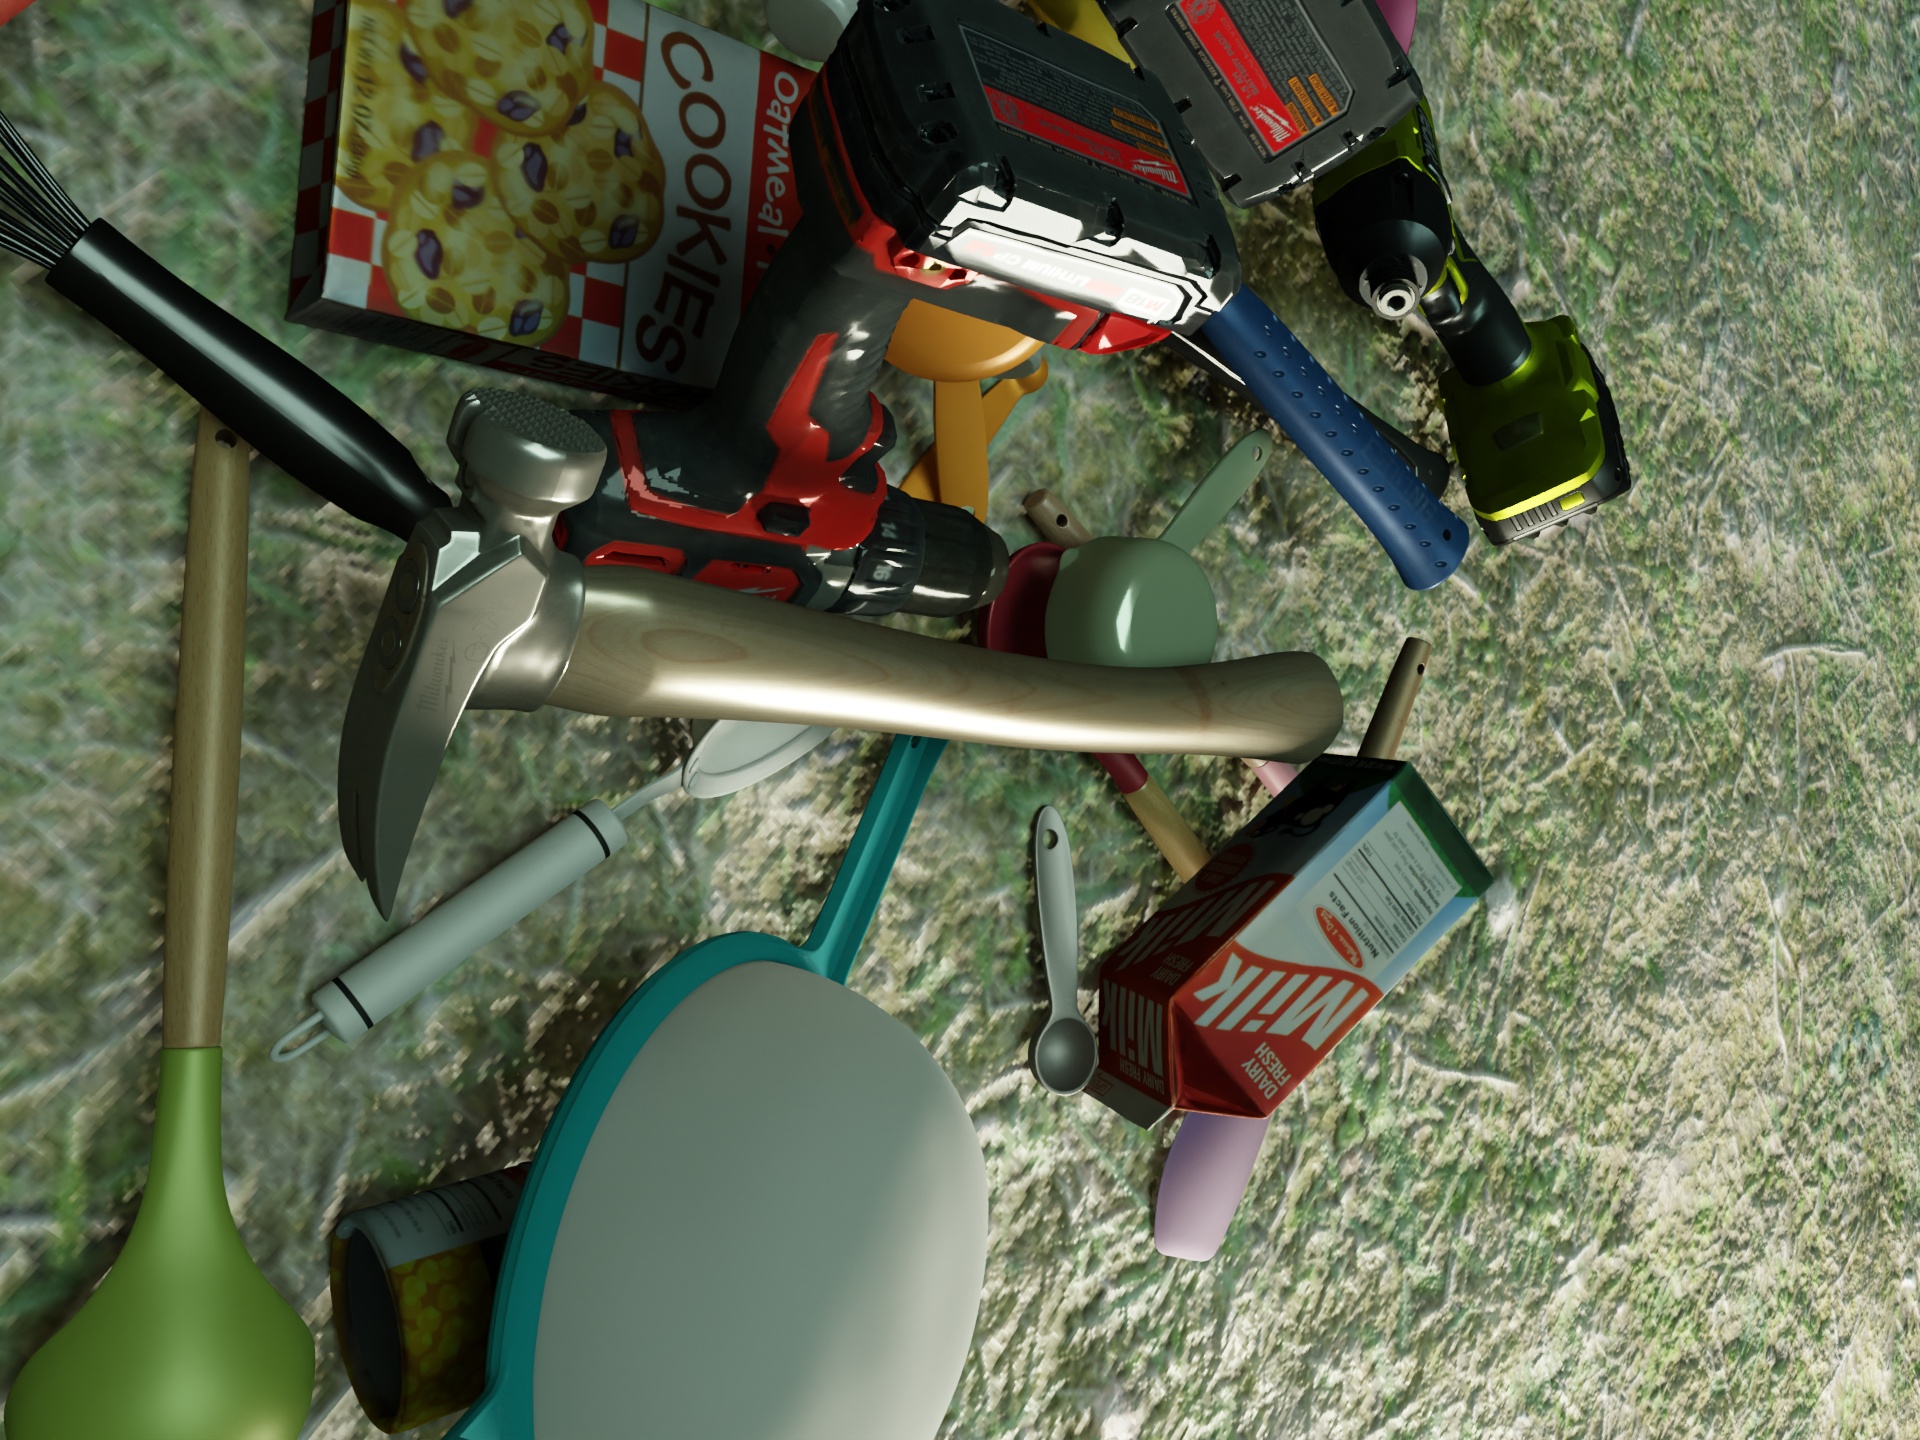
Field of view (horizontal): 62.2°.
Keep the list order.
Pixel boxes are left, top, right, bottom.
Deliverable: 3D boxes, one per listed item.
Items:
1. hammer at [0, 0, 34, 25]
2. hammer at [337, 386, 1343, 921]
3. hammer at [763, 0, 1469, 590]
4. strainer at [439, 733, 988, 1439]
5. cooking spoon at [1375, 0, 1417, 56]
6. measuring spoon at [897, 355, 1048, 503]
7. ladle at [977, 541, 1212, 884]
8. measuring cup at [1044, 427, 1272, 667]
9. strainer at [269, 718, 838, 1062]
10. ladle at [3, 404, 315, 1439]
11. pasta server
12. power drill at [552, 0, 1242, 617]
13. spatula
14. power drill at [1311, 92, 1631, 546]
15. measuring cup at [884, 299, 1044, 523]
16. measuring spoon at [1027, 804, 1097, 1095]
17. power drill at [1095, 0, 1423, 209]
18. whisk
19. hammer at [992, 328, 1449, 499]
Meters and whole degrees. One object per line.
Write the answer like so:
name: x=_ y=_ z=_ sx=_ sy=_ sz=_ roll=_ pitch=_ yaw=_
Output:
hammer: x=-0.304 y=-0.084 z=0.330 sx=0.359 sy=0.037 sz=0.149 roll=-45 pitch=118 yaw=-16
hammer: x=-0.001 y=-0.002 z=0.548 sx=0.410 sy=0.038 sz=0.146 roll=5 pitch=118 yaw=-44
hammer: x=0.097 y=-0.193 z=0.658 sx=0.405 sy=0.035 sz=0.144 roll=39 pitch=62 yaw=-32
strainer: x=-0.028 y=0.127 z=0.542 sx=0.210 sy=0.095 sz=0.341 roll=65 pitch=38 yaw=-49
cooking spoon: x=0.119 y=-0.377 z=0.743 sx=0.318 sy=0.017 sz=0.069 roll=6 pitch=98 yaw=-41
measuring spoon: x=0.004 y=-0.115 z=0.654 sx=0.117 sy=0.011 sz=0.021 roll=-53 pitch=122 yaw=-27
ladle: x=0.093 y=0.044 z=0.724 sx=0.069 sy=0.031 sz=0.315 roll=-52 pitch=123 yaw=-24
measuring cup: x=0.100 y=-0.070 z=0.675 sx=0.168 sy=0.038 sz=0.083 roll=-50 pitch=124 yaw=-24
strainer: x=-0.116 y=0.029 z=0.533 sx=0.258 sy=0.086 sz=0.050 roll=-38 pitch=75 yaw=-27
ladle: x=-0.220 y=0.066 z=0.455 sx=0.078 sy=0.062 sz=0.320 roll=4 pitch=81 yaw=-32
pasta server: x=0.132 y=0.002 z=0.749 sx=0.316 sy=0.040 sz=0.060 roll=45 pitch=77 yaw=-31
power drill: x=-0.015 y=-0.104 z=0.509 sx=0.187 sy=0.226 sz=0.080 roll=5 pitch=58 yaw=-39
spatula: x=0.161 y=0.107 z=0.757 sx=0.059 sy=0.018 sz=0.316 roll=25 pitch=86 yaw=-36
power drill: x=0.247 y=-0.197 z=0.789 sx=0.223 sy=0.080 sz=0.171 roll=42 pitch=38 yaw=-33
measuring cup: x=0.001 y=-0.130 z=0.582 sx=0.095 sy=0.052 sz=0.173 roll=-8 pitch=127 yaw=-5
measuring spoon: x=0.039 y=0.099 z=0.689 sx=0.034 sy=0.018 sz=0.124 roll=0 pitch=84 yaw=-35
power drill: x=0.110 y=-0.309 z=0.629 sx=0.143 sy=0.078 sz=0.220 roll=42 pitch=34 yaw=-37
whisk: x=-0.232 y=-0.124 z=0.420 sx=0.238 sy=0.055 sz=0.055 roll=41 pitch=66 yaw=-30
hammer: x=0.133 y=-0.173 z=0.743 sx=0.334 sy=0.035 sz=0.146 roll=20 pitch=73 yaw=-41
